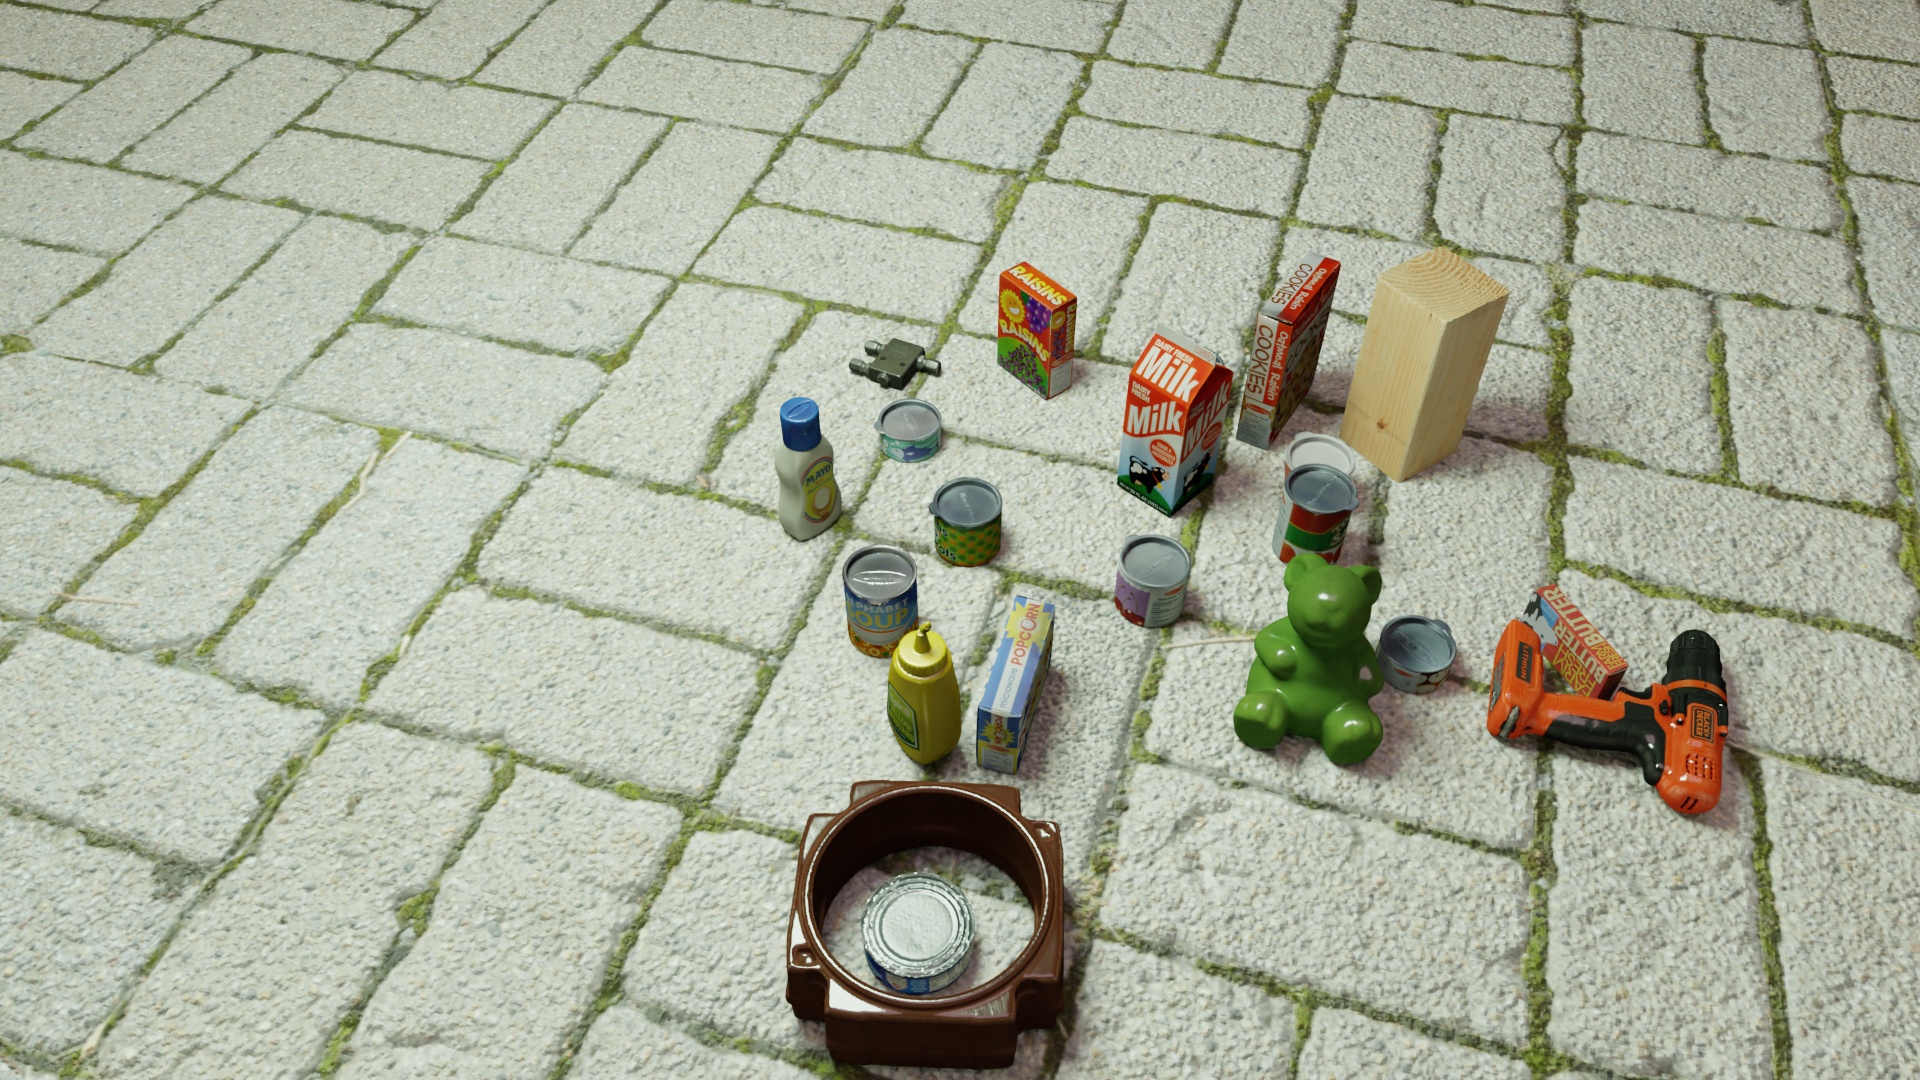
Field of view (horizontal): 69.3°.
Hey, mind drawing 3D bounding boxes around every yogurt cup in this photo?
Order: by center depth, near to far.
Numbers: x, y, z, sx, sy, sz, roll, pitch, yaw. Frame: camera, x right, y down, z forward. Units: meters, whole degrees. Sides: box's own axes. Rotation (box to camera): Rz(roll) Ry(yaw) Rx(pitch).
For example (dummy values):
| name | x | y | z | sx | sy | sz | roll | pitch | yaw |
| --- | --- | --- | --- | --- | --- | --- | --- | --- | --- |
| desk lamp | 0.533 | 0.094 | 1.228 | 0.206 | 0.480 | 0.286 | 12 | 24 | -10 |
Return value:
| name | x | y | z | sx | sy | sz | roll | pitch | yaw |
| --- | --- | --- | --- | --- | --- | --- | --- | --- | --- |
| yogurt cup | 0.352 | -0.064 | 1.376 | 0.072 | 0.053 | 0.073 | 0 | 47 | 0 |

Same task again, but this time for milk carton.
| name | x | y | z | sx | sy | sz | roll | pitch | yaw |
| --- | --- | --- | --- | --- | --- | --- | --- | --- | --- |
| milk carton | 0.207 | -0.121 | 1.337 | 0.072 | 0.189 | 0.074 | 35 | 56 | 28 |

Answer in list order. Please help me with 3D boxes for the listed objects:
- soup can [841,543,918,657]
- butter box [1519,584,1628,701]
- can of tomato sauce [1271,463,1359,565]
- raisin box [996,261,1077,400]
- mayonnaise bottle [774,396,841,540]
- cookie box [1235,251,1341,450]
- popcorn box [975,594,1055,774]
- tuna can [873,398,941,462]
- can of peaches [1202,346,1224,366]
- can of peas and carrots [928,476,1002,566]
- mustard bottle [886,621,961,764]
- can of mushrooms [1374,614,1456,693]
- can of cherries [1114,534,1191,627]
| name | x | y | z | sx | sy | sz | roll | pitch | yaw |
| --- | --- | --- | --- | --- | --- | --- | --- | --- | --- |
| soup can | -0.071 | 0.057 | 1.243 | 0.071 | 0.083 | 0.072 | 0 | 47 | 0 |
| butter box | 0.541 | 0.093 | 1.228 | 0.024 | 0.052 | 0.104 | -16 | 49 | -14 |
| can of tomato sauce | 0.336 | -0.020 | 1.315 | 0.071 | 0.082 | 0.071 | 0 | 47 | 0 |
| raisin box | 0.081 | -0.223 | 1.480 | 0.040 | 0.122 | 0.086 | -30 | 54 | -25 |
| mayonnaise bottle | -0.147 | -0.069 | 1.319 | 0.041 | 0.147 | 0.065 | 35 | 56 | 28 |
| cookie box | 0.335 | -0.193 | 1.421 | 0.040 | 0.166 | 0.123 | 25 | 52 | 22 |
| popcorn box | 0.047 | 0.122 | 1.180 | 0.038 | 0.084 | 0.127 | 11 | 48 | 11 |
| tuna can | -0.054 | -0.113 | 1.439 | 0.071 | 0.032 | 0.071 | 0 | 47 | 0 |
| can of peaches | 0.240 | -0.163 | 1.468 | 0.071 | 0.057 | 0.071 | 0 | 47 | 0 |
| can of peas and carrots | 0.005 | -0.017 | 1.330 | 0.071 | 0.058 | 0.071 | 0 | 47 | 0 |
| mustard bottle | -0.031 | 0.117 | 1.134 | 0.049 | 0.159 | 0.065 | -29 | 53 | -24 |
| can of mushrooms | 0.405 | 0.100 | 1.235 | 0.071 | 0.033 | 0.071 | 0 | 47 | 0 |
| can of cherries | 0.175 | 0.036 | 1.280 | 0.071 | 0.058 | 0.072 | 0 | 47 | 0 |
